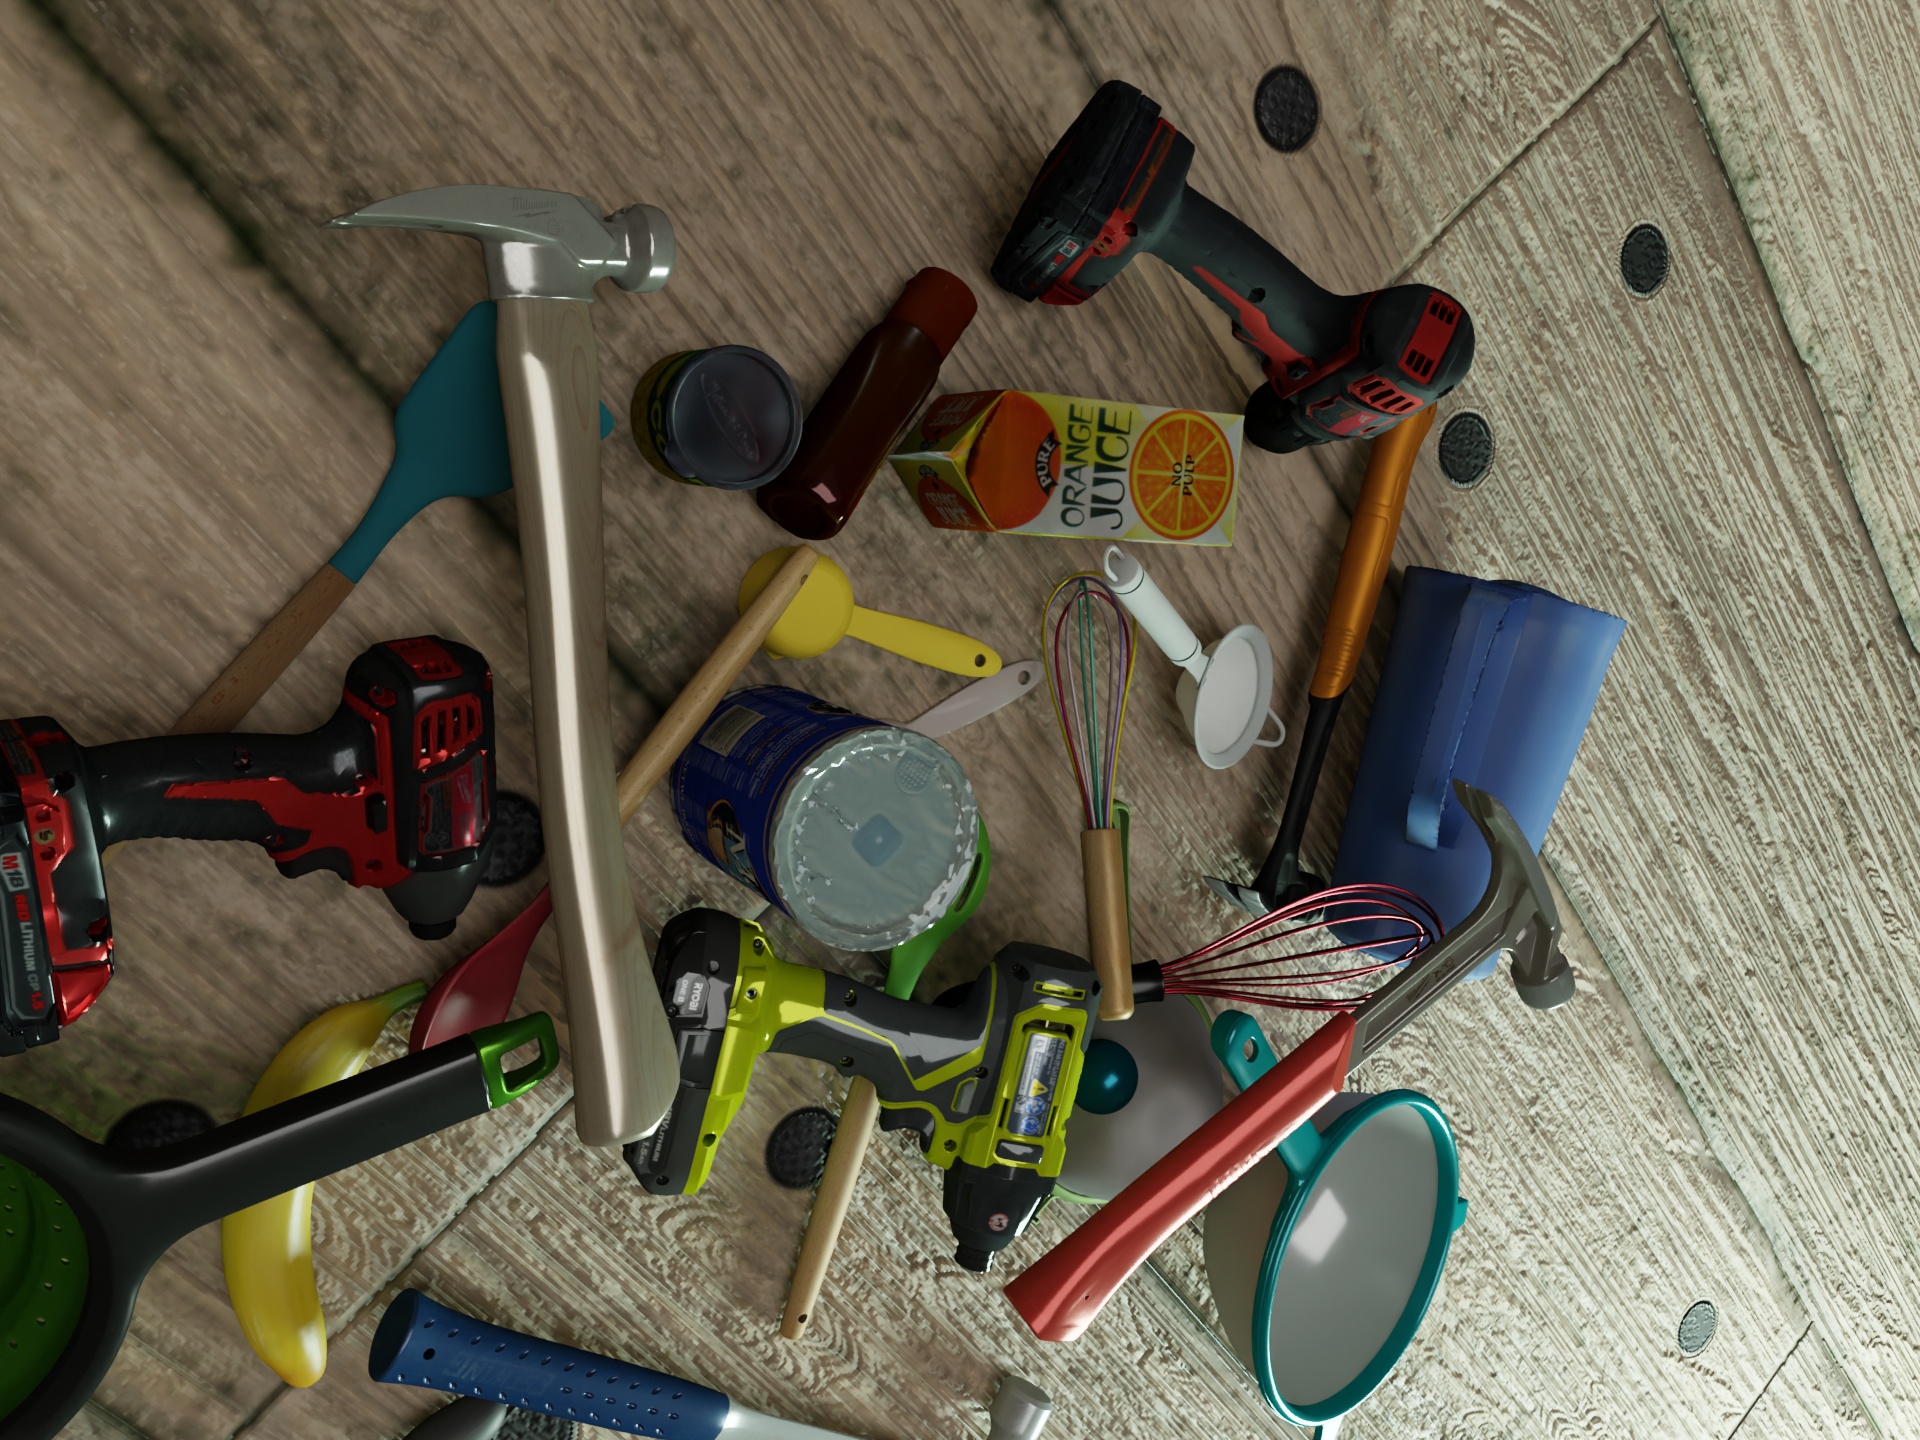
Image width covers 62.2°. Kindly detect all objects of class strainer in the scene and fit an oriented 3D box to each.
[{"bbox_3d":[0.105,0.174,0.927,0.151,0.069,0.256,-10,105,-27],"label":"strainer"},{"bbox_3d":[0.123,-0.039,0.874,0.258,0.050,0.087,39,72,-57],"label":"strainer"},{"bbox_3d":[0.190,0.274,0.960,0.211,0.095,0.340,-48,128,-24],"label":"strainer"}]

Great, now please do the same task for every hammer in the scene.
[{"bbox_3d":[-0.175,-0.015,0.681,0.146,0.038,0.410,-11,100,-44],"label":"hammer"},{"bbox_3d":[0.168,0.188,0.829,0.359,0.037,0.149,-36,115,-11],"label":"hammer"},{"bbox_3d":[-0.124,0.381,0.847,0.405,0.035,0.144,32,83,-33],"label":"hammer"},{"bbox_3d":[0.226,-0.044,0.957,0.127,0.034,0.337,19,86,-57],"label":"hammer"}]

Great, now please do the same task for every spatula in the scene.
[{"bbox_3d":[-0.284,-0.043,0.690,0.317,0.044,0.082,-52,129,-10],"label":"spatula"}]

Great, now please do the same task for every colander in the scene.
[{"bbox_3d":[-0.367,0.187,0.650,0.397,0.095,0.204,-18,120,-27],"label":"colander"}]

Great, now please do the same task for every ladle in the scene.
[{"bbox_3d":[-0.165,0.043,0.761,0.031,0.069,0.315,34,83,16],"label":"ladle"}]

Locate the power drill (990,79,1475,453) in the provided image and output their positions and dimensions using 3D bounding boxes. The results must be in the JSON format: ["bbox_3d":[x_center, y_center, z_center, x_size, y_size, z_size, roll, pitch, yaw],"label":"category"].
[{"bbox_3d":[0.134,-0.216,0.835,0.226,0.188,0.080,28,81,-11],"label":"power drill"}]

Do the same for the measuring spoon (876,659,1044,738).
[{"bbox_3d":[-0.001,-0.003,0.867,0.124,0.018,0.034,-29,111,-22],"label":"measuring spoon"}]

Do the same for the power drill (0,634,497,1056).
[{"bbox_3d":[-0.301,0.051,0.665,0.219,0.079,0.143,-15,123,-37],"label":"power drill"}]

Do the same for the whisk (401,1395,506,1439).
[{"bbox_3d":[-0.337,0.411,0.739,0.284,0.070,0.070,-34,113,-24],"label":"whisk"}]

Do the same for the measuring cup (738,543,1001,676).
[{"bbox_3d":[-0.039,-0.047,0.830,0.156,0.029,0.062,16,91,-27],"label":"measuring cup"}]

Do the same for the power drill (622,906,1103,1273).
[{"bbox_3d":[-0.052,0.187,0.807,0.223,0.080,0.171,13,94,-15],"label":"power drill"}]

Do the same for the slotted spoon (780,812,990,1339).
[{"bbox_3d":[-0.046,0.191,0.874,0.070,0.031,0.314,16,92,-33],"label":"slotted spoon"}]

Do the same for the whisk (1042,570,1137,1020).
[{"bbox_3d":[0.077,0.037,0.859,0.047,0.051,0.245,-1,81,-14],"label":"whisk"}]

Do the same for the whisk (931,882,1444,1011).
[{"bbox_3d":[0.129,0.140,0.884,0.296,0.073,0.073,-8,104,-7],"label":"whisk"}]

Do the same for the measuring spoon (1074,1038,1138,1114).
[{"bbox_3d":[0.038,0.187,0.886,0.128,0.021,0.042,16,86,1],"label":"measuring spoon"}]
